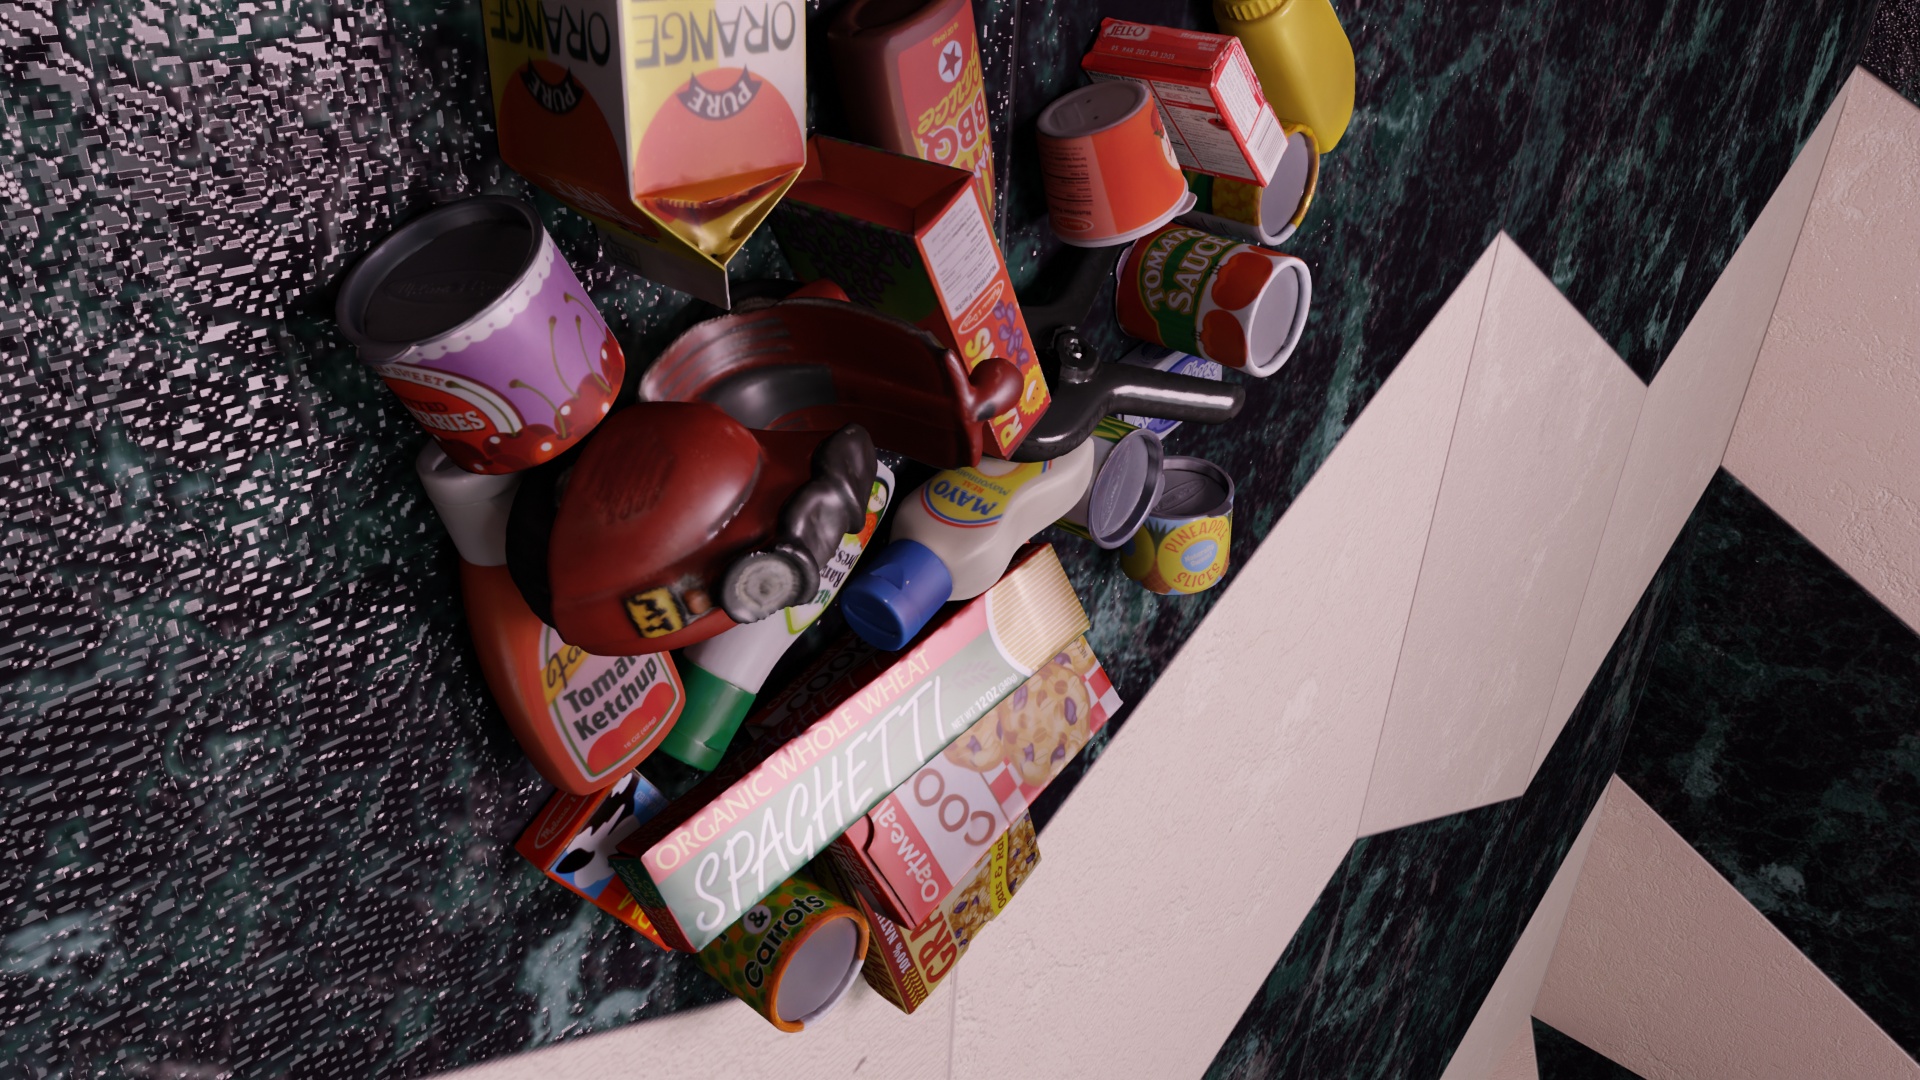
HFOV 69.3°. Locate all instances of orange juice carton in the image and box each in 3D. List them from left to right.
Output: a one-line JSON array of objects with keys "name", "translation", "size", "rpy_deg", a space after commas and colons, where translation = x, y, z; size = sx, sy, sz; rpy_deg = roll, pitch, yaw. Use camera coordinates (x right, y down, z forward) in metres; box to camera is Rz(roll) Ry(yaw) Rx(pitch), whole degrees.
[{"name": "orange juice carton", "translation": [-0.096, -0.169, 0.423], "size": [0.073, 0.072, 0.191], "rpy_deg": [-27, 130, -42]}]

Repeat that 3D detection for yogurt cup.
[{"name": "yogurt cup", "translation": [0.068, -0.177, 0.646], "size": [0.073, 0.072, 0.053], "rpy_deg": [-45, 133, -27]}]

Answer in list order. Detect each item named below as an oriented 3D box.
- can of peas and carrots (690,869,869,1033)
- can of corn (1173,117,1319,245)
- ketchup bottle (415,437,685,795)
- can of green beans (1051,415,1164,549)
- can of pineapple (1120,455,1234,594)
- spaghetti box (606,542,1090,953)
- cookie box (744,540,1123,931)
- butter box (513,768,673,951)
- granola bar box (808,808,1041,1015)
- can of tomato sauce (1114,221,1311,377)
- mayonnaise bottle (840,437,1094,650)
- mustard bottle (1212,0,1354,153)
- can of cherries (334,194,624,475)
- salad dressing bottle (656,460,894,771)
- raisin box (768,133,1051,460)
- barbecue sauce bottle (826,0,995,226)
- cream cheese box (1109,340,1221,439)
[{"name": "can of peas and carrots", "translation": [-0.087, 0.192, 0.670], "size": [0.071, 0.059, 0.070], "rpy_deg": [-31, 133, -40]}, {"name": "can of corn", "translation": [0.152, -0.200, 0.748], "size": [0.071, 0.058, 0.070], "rpy_deg": [-32, 134, -39]}, {"name": "ketchup bottle", "translation": [-0.148, 0.023, 0.498], "size": [0.065, 0.043, 0.148], "rpy_deg": [-45, 141, -32]}, {"name": "can of green beans", "translation": [0.065, -0.036, 0.733], "size": [0.071, 0.058, 0.071], "rpy_deg": [-31, 133, -40]}, {"name": "can of pineapple", "translation": [0.129, -0.008, 0.826], "size": [0.071, 0.071, 0.057], "rpy_deg": [-36, 136, -36]}, {"name": "spaghetti box", "translation": [-0.039, 0.083, 0.617], "size": [0.251, 0.028, 0.050], "rpy_deg": [-36, 106, -32]}, {"name": "cookie box", "translation": [-0.007, 0.085, 0.684], "size": [0.168, 0.040, 0.122], "rpy_deg": [-42, 112, -30]}, {"name": "butter box", "translation": [-0.139, 0.134, 0.595], "size": [0.053, 0.024, 0.103], "rpy_deg": [-54, 144, -18]}, {"name": "granola bar box", "translation": [-0.017, 0.169, 0.766], "size": [0.125, 0.039, 0.164], "rpy_deg": [-44, 140, -27]}, {"name": "can of tomato sauce", "translation": [0.135, -0.131, 0.745], "size": [0.071, 0.083, 0.070], "rpy_deg": [-32, 134, -40]}, {"name": "mayonnaise bottle", "translation": [0.002, -0.008, 0.647], "size": [0.149, 0.065, 0.041], "rpy_deg": [-47, 152, -37]}, {"name": "mustard bottle", "translation": [0.166, -0.268, 0.732], "size": [0.160, 0.049, 0.065], "rpy_deg": [36, 70, -55]}, {"name": "can of cherries", "translation": [-0.147, -0.061, 0.426], "size": [0.072, 0.071, 0.058], "rpy_deg": [-49, 144, -22]}, {"name": "salad dressing bottle", "translation": [-0.083, 0.025, 0.585], "size": [0.148, 0.044, 0.064], "rpy_deg": [-60, 153, -6]}, {"name": "raisin box", "translation": [-0.020, -0.095, 0.558], "size": [0.040, 0.086, 0.123], "rpy_deg": [-52, 144, -22]}, {"name": "barbecue sauce bottle", "translation": [-0.012, -0.151, 0.572], "size": [0.065, 0.044, 0.147], "rpy_deg": [-50, 144, -32]}, {"name": "cream cheese box", "translation": [0.114, -0.089, 0.796], "size": [0.104, 0.024, 0.053], "rpy_deg": [-38, 137, -34]}]
